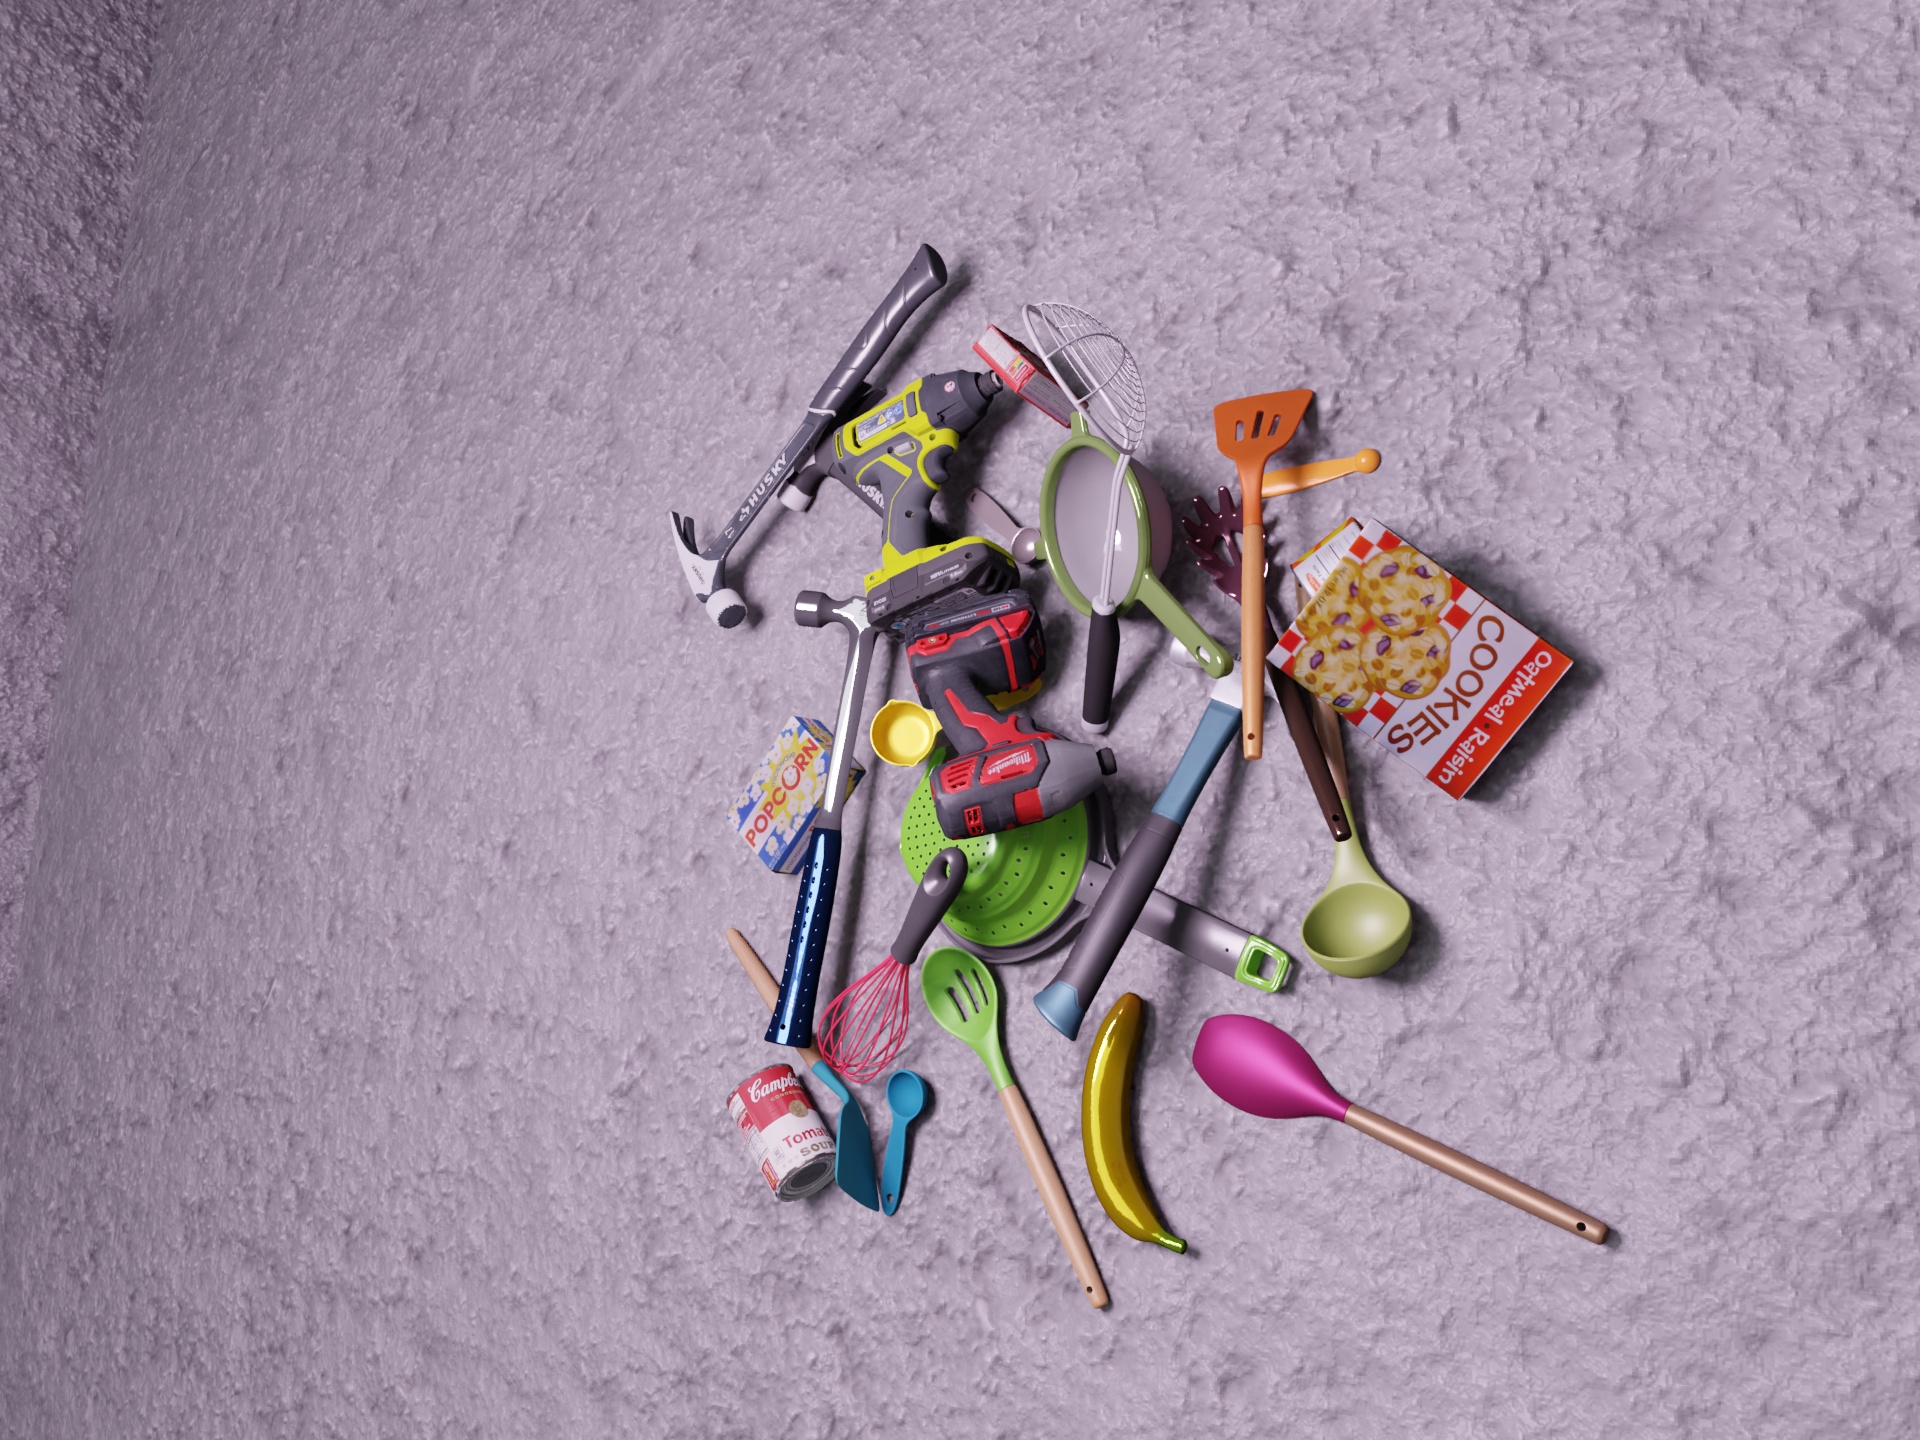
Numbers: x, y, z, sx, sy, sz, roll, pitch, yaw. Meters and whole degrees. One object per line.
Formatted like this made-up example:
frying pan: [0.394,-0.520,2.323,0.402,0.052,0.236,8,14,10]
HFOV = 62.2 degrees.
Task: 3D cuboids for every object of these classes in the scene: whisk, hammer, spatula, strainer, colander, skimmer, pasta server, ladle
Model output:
whisk: [-0.053,0.205,1.316,0.073,0.073,0.295,56,137,32]
hammer: [-0.111,0.087,1.421,0.144,0.035,0.405,8,82,14]
hammer: [0.148,0.087,1.200,0.128,0.033,0.331,22,75,34]
spatula: [-0.149,0.300,1.434,0.044,0.082,0.318,-40,50,-2]
strainer: [0.156,-0.125,1.266,0.257,0.069,0.151,54,144,35]
spatula: [0.225,-0.120,1.206,0.081,0.041,0.323,-5,67,24]
colander: [0.076,0.122,1.269,0.397,0.094,0.204,23,94,39]
hammer: [-0.146,-0.285,1.535,0.409,0.036,0.149,-50,54,19]
skimmer: [0.085,-0.139,1.209,0.127,0.090,0.363,-97,7,-52]
hammer: [-0.045,-0.187,1.477,0.335,0.035,0.146,45,108,36]
pasta server: [0.234,-0.048,1.190,0.060,0.040,0.317,-22,54,13]
ladle: [0.271,0.031,1.164,0.078,0.062,0.320,-13,68,21]

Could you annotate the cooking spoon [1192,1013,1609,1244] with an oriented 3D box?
cooking spoon: [0.294,0.285,1.109,0.319,0.017,0.069,20,93,40]

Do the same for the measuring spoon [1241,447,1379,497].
measuring spoon: [0.271,-0.193,1.244,0.117,0.011,0.021,-9,74,36]

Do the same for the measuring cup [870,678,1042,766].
measuring cup: [-0.002,-0.004,1.384,0.156,0.029,0.062,-20,80,2]

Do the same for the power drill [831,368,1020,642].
power drill: [-0.024,-0.194,1.394,0.171,0.080,0.223,-23,63,29]

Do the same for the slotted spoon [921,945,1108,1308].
slotted spoon: [0.047,0.323,1.290,0.070,0.031,0.314,-40,60,25]

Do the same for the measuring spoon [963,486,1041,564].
measuring spoon: [0.040,-0.176,1.424,0.034,0.018,0.124,-55,46,14]

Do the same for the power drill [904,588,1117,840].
power drill: [0.035,-0.004,1.272,0.143,0.078,0.220,-15,42,0]

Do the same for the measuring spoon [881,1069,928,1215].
measuring spoon: [-0.048,0.362,1.365,0.042,0.021,0.128,13,97,40]
